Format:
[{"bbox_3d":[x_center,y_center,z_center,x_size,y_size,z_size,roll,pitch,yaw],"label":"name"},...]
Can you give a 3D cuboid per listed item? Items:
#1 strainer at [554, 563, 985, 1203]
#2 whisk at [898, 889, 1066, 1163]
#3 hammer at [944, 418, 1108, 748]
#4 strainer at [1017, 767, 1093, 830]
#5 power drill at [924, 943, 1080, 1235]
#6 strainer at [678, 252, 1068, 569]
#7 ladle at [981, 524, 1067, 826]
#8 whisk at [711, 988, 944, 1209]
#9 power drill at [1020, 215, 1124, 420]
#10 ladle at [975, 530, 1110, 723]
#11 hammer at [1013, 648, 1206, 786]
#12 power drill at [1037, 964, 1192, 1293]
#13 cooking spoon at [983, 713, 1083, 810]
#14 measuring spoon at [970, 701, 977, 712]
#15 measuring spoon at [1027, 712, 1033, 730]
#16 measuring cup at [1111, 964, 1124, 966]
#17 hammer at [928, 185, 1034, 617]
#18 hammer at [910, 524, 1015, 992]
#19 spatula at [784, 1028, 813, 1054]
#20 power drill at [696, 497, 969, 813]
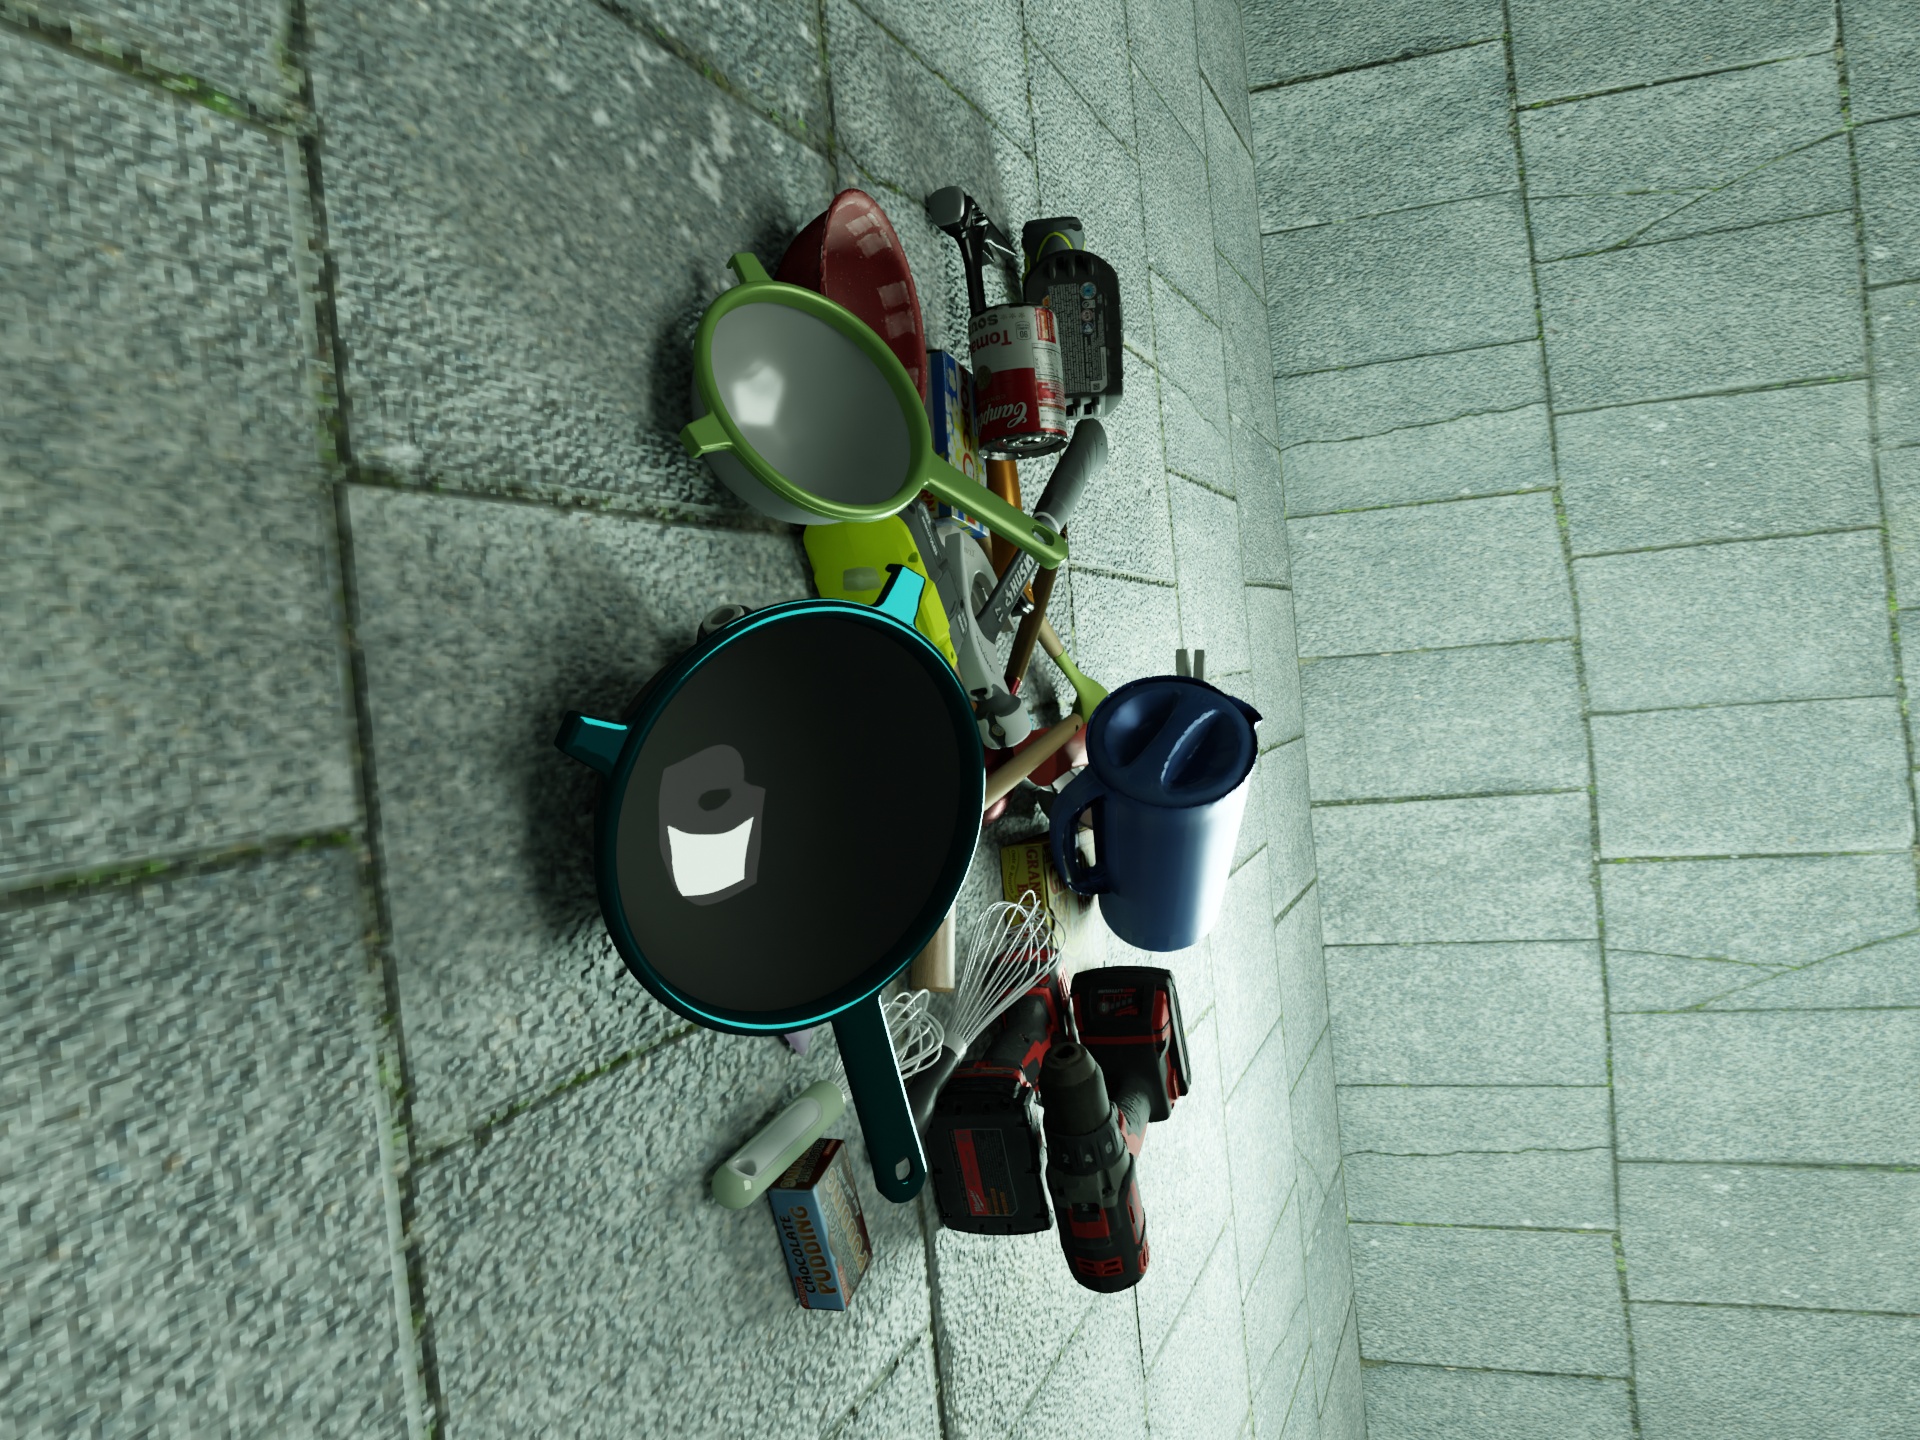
[{"bbox_3d":[-0.084,0.095,0.802,0.211,0.095,0.340,-28,120,-29],"label":"strainer"},{"bbox_3d":[0.003,0.210,1.110,0.285,0.070,0.070,-50,132,-53],"label":"whisk"},{"bbox_3d":[0.058,-0.146,1.216,0.149,0.036,0.409,68,26,-25],"label":"hammer"},{"bbox_3d":[0.062,0.051,1.329,0.258,0.050,0.087,26,33,-60],"label":"strainer"},{"bbox_3d":[0.044,0.276,1.184,0.220,0.078,0.143,-54,136,-65],"label":"power drill"},{"bbox_3d":[-0.053,-0.141,0.908,0.256,0.069,0.152,28,50,-28],"label":"strainer"},{"bbox_3d":[0.047,-0.048,1.265,0.069,0.031,0.316,43,46,-28],"label":"ladle"},{"bbox_3d":[-0.073,0.215,0.919,0.246,0.058,0.059,-29,143,-64],"label":"whisk"},{"bbox_3d":[0.092,-0.340,1.384,0.223,0.080,0.171,-92,176,-68],"label":"power drill"},{"bbox_3d":[0.061,-0.074,1.369,0.319,0.062,0.078,55,36,-43],"label":"ladle"},{"bbox_3d":[0.143,0.008,1.403,0.359,0.037,0.149,-3,94,-61],"label":"hammer"},{"bbox_3d":[0.105,0.265,1.139,0.227,0.080,0.187,-61,142,-60],"label":"power drill"},{"bbox_3d":[0.011,0.057,1.111,0.319,0.017,0.068,-35,125,-52],"label":"cooking spoon"},{"bbox_3d":[-0.002,-0.004,1.205,0.117,0.011,0.021,-6,91,-69],"label":"measuring spoon"},{"bbox_3d":[0.042,-0.001,1.329,0.128,0.021,0.042,42,45,-74],"label":"measuring spoon"},{"bbox_3d":[0.111,0.233,1.344,0.167,0.083,0.038,33,40,-78],"label":"measuring cup"},{"bbox_3d":[0.027,-0.247,1.272,0.127,0.034,0.337,16,66,-68],"label":"hammer"},{"bbox_3d":[-0.011,0.025,1.127,0.130,0.031,0.331,19,70,-55],"label":"hammer"},{"bbox_3d":[-0.071,0.057,0.996,0.059,0.018,0.316,66,28,-47],"label":"spatula"},{"bbox_3d":[-0.074,-0.034,0.927,0.229,0.080,0.190,-68,147,-46],"label":"power drill"}]
